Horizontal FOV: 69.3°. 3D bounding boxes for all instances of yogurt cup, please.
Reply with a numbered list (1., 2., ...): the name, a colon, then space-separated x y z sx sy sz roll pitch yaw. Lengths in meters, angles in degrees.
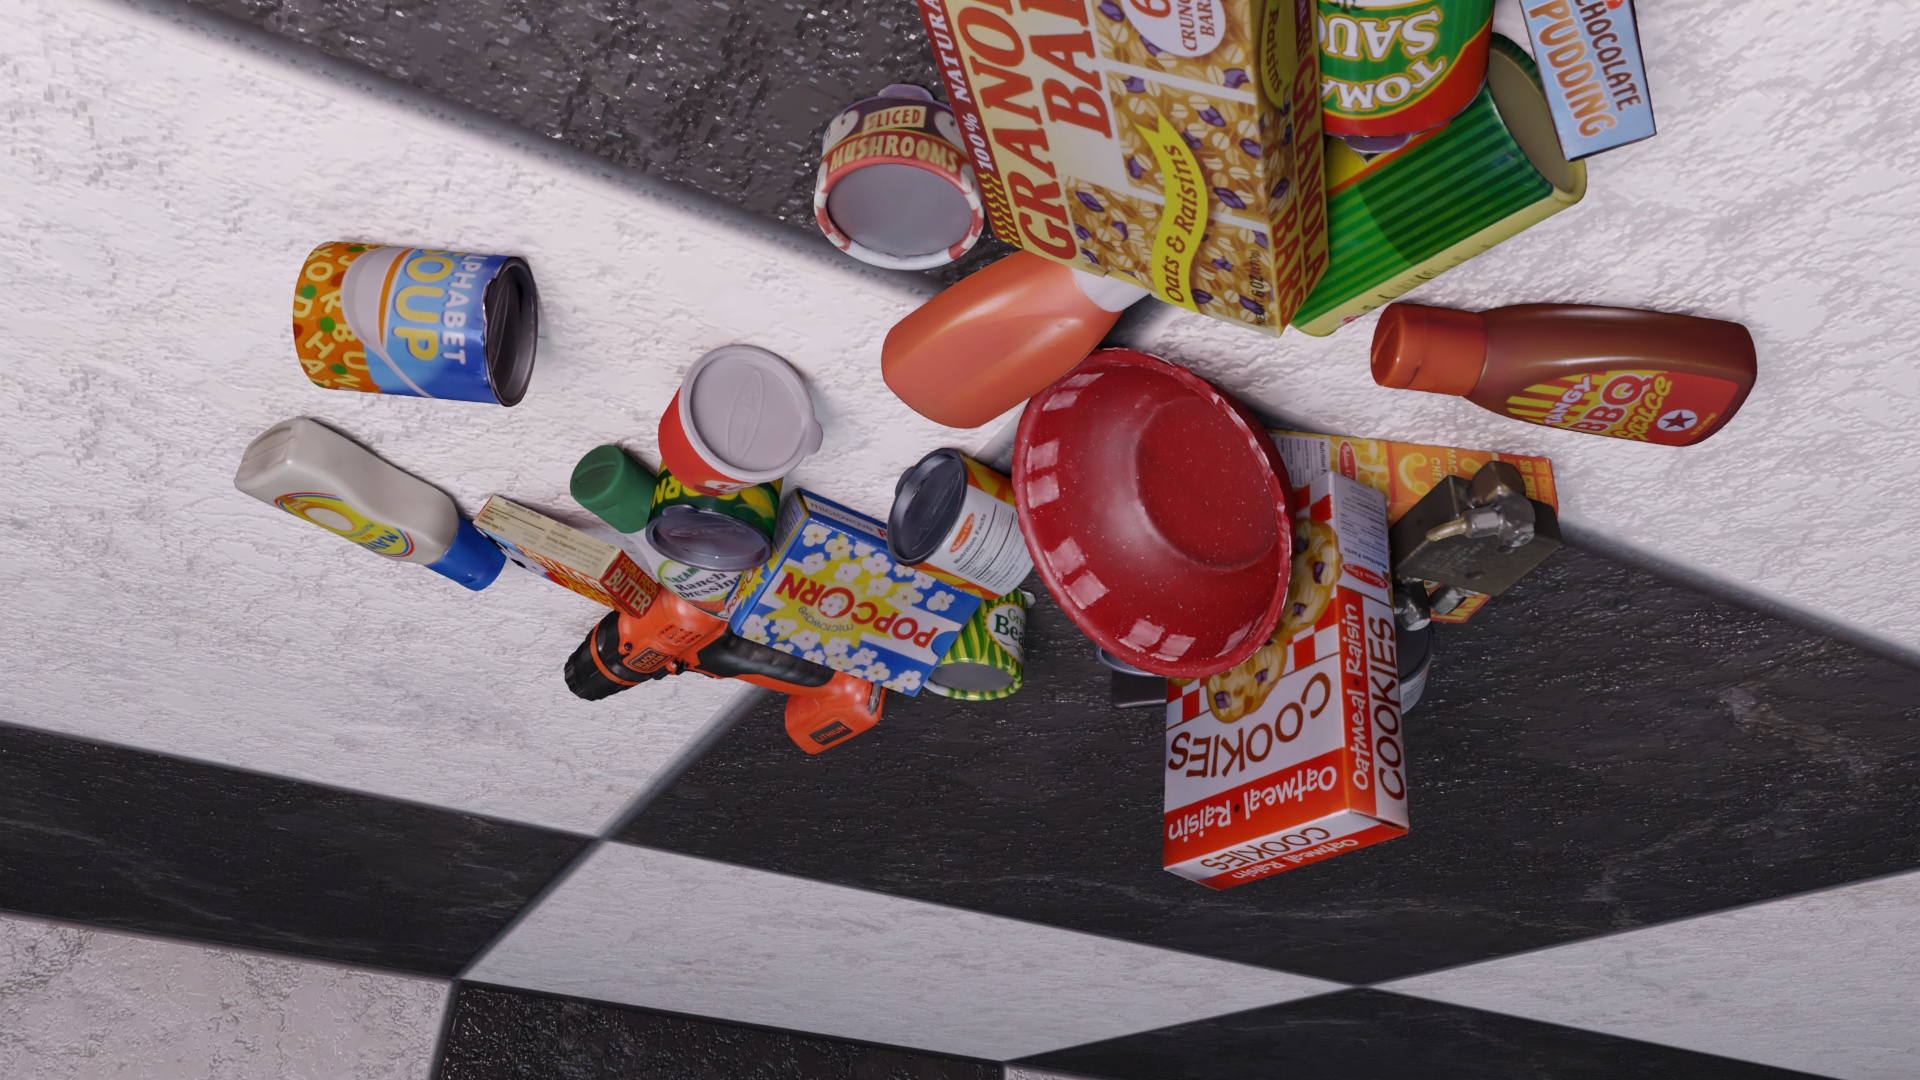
1. yogurt cup: -0.112 -0.054 0.671 0.072 0.072 0.053 20 156 -26

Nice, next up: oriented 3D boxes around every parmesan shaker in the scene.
1. parmesan shaker: 0.160 -0.126 0.498 0.071 0.071 0.102 25 144 -32

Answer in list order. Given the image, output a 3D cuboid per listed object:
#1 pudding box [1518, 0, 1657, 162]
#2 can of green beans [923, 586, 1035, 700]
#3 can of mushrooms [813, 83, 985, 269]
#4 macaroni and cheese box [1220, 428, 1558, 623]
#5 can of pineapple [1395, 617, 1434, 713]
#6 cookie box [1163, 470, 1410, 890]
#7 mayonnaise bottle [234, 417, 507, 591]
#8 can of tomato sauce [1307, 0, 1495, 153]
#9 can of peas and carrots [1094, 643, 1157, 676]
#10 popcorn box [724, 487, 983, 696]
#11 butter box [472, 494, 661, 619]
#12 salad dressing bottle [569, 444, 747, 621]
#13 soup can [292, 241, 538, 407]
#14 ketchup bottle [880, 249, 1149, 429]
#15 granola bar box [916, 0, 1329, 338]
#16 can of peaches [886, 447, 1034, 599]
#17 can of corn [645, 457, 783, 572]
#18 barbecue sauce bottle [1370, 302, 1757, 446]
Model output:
1. pudding box: 0.193 -0.166 0.432 0.030 0.050 0.083 -11 147 28
2. can of green beans: 0.008 0.062 0.870 0.071 0.058 0.071 4 151 2
3. can of mushrooms: -0.022 -0.138 0.534 0.071 0.033 0.070 4 152 2
4. macaroni and cheese box: 0.208 -0.004 0.736 0.166 0.040 0.123 6 151 -1
5. can of pineapple: 0.248 0.068 0.839 0.071 0.071 0.057 -2 151 12
6. cookie box: 0.150 0.069 0.659 0.040 0.168 0.122 21 147 -24
7. mayonnaise bottle: -0.330 -0.016 0.795 0.064 0.041 0.148 -16 145 33
8. can of tomato sauce: 0.125 -0.171 0.412 0.071 0.071 0.082 -2 150 13
9. can of peas and carrots: 0.113 0.039 0.812 0.071 0.059 0.070 3 151 2
10. popcorn box: -0.060 0.032 0.805 0.126 0.038 0.085 23 111 -30
11. butter box: -0.228 0.010 0.805 0.103 0.024 0.053 20 159 25
12. salad dressing bottle: -0.161 -0.003 0.792 0.064 0.044 0.147 -15 146 23
13. soup can: -0.237 -0.096 0.608 0.084 0.071 0.071 5 151 0
14. ketchup bottle: 0.033 -0.097 0.590 0.064 0.044 0.148 24 146 -33
15. granola bar box: 0.050 -0.146 0.441 0.124 0.039 0.165 26 160 28
16. can of peaches: 0.003 -0.009 0.736 0.058 0.071 0.071 25 146 -32
17. can of corn: -0.129 -0.025 0.731 0.071 0.058 0.071 4 151 2
18. barbecue sauce bottle: 0.254 -0.075 0.596 0.149 0.044 0.064 7 151 -3
